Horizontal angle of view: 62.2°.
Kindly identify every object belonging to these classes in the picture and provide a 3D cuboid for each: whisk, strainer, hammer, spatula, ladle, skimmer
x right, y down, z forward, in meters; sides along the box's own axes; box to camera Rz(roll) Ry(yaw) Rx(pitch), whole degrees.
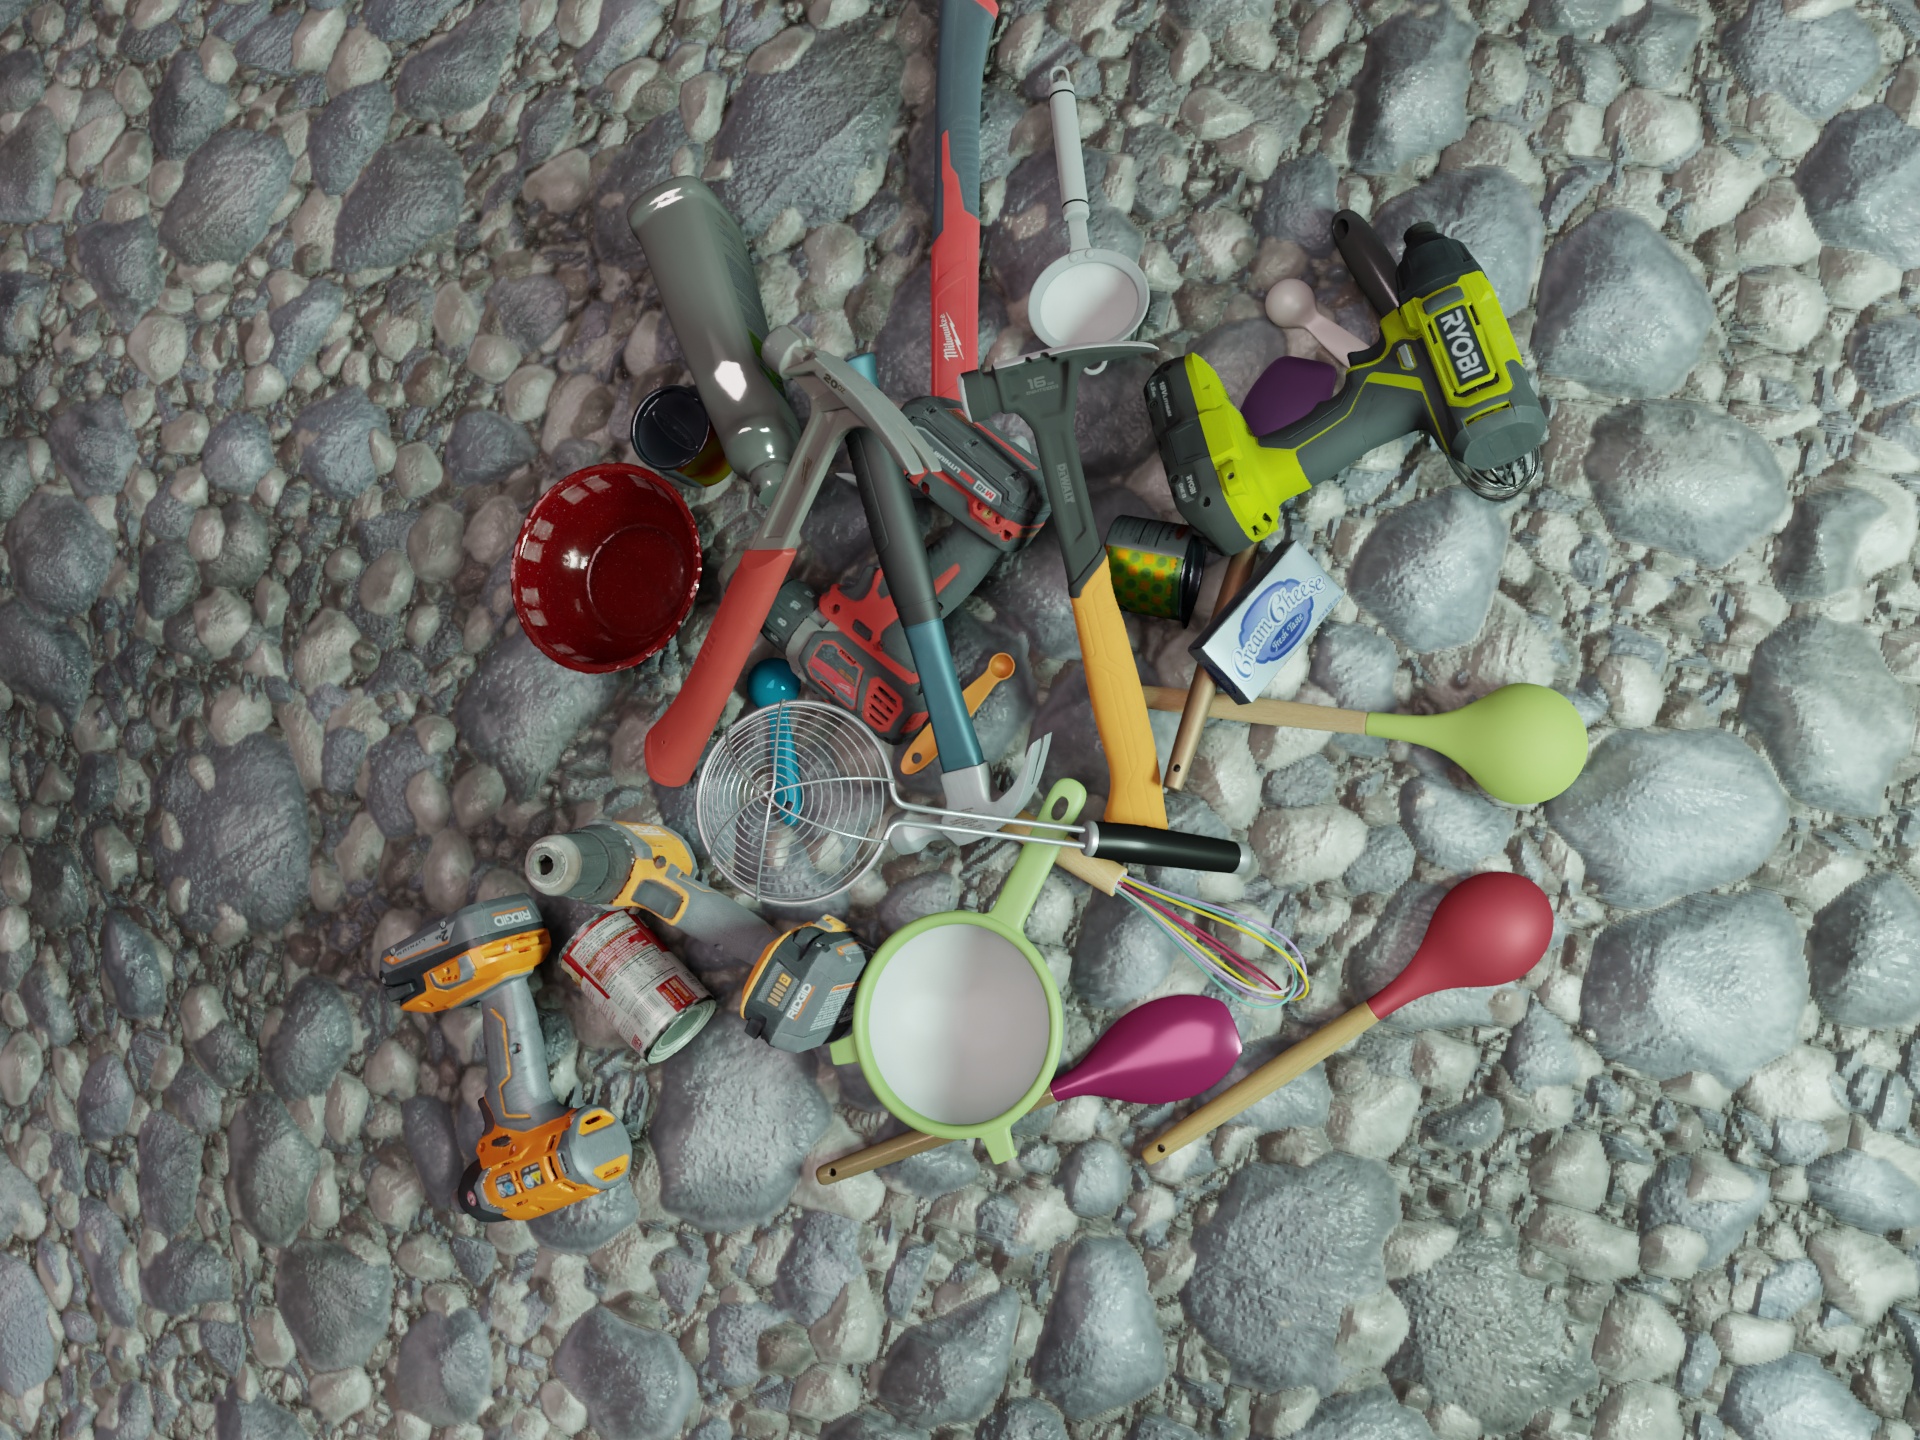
[{"bbox_3d":[0.125,0.124,1.080,0.245,0.047,0.051,29,81,22],"label":"whisk"},{"bbox_3d":[0.029,0.160,1.090,0.151,0.069,0.256,26,89,24],"label":"strainer"},{"bbox_3d":[0.096,-0.076,1.041,0.127,0.034,0.336,-13,107,3],"label":"hammer"},{"bbox_3d":[0.311,-0.248,1.057,0.055,0.055,0.239,-30,72,12],"label":"whisk"},{"bbox_3d":[0.187,-0.103,1.079,0.060,0.018,0.316,15,81,20],"label":"spatula"},{"bbox_3d":[0.247,0.202,1.040,0.315,0.031,0.069,-37,75,12],"label":"ladle"},{"bbox_3d":[0.247,0.000,1.059,0.320,0.062,0.078,8,88,25],"label":"ladle"},{"bbox_3d":[0.016,0.068,1.024,0.363,0.090,0.127,9,82,-25],"label":"skimmer"},{"bbox_3d":[0.086,-0.358,1.143,0.087,0.050,0.258,-8,76,10],"label":"strainer"},{"bbox_3d":[-0.138,-0.082,1.096,0.149,0.036,0.359,46,127,22],"label":"hammer"},{"bbox_3d":[-0.018,-0.357,1.176,0.143,0.038,0.386,-1,84,19],"label":"hammer"},{"bbox_3d":[-0.031,-0.078,1.061,0.128,0.033,0.331,-13,96,26],"label":"hammer"}]

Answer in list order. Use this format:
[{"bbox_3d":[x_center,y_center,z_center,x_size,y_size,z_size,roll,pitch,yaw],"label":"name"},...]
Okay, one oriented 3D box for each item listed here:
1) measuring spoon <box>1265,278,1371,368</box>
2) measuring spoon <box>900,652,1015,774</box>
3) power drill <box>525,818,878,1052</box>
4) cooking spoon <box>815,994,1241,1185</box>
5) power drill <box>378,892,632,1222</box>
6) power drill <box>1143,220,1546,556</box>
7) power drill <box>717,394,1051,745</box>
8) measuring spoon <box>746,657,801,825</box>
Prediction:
[{"bbox_3d":[0.259,-0.261,1.088,0.124,0.018,0.034,43,97,16],"label":"measuring spoon"},{"bbox_3d":[-0.002,-0.004,1.149,0.117,0.011,0.021,-47,73,11],"label":"measuring spoon"},{"bbox_3d":[-0.182,0.139,1.100,0.226,0.185,0.084,30,92,15],"label":"power drill"},{"bbox_3d":[0.041,0.265,1.100,0.319,0.017,0.069,-23,77,13],"label":"cooking spoon"},{"bbox_3d":[-0.350,0.261,1.188,0.164,0.084,0.226,-27,80,28],"label":"power drill"},{"bbox_3d":[0.241,-0.213,1.026,0.223,0.080,0.171,-22,64,22],"label":"power drill"},{"bbox_3d":[-0.056,-0.118,1.121,0.188,0.080,0.226,39,111,11],"label":"power drill"},{"bbox_3d":[-0.136,0.015,1.180,0.042,0.021,0.129,-12,80,16],"label":"measuring spoon"}]
